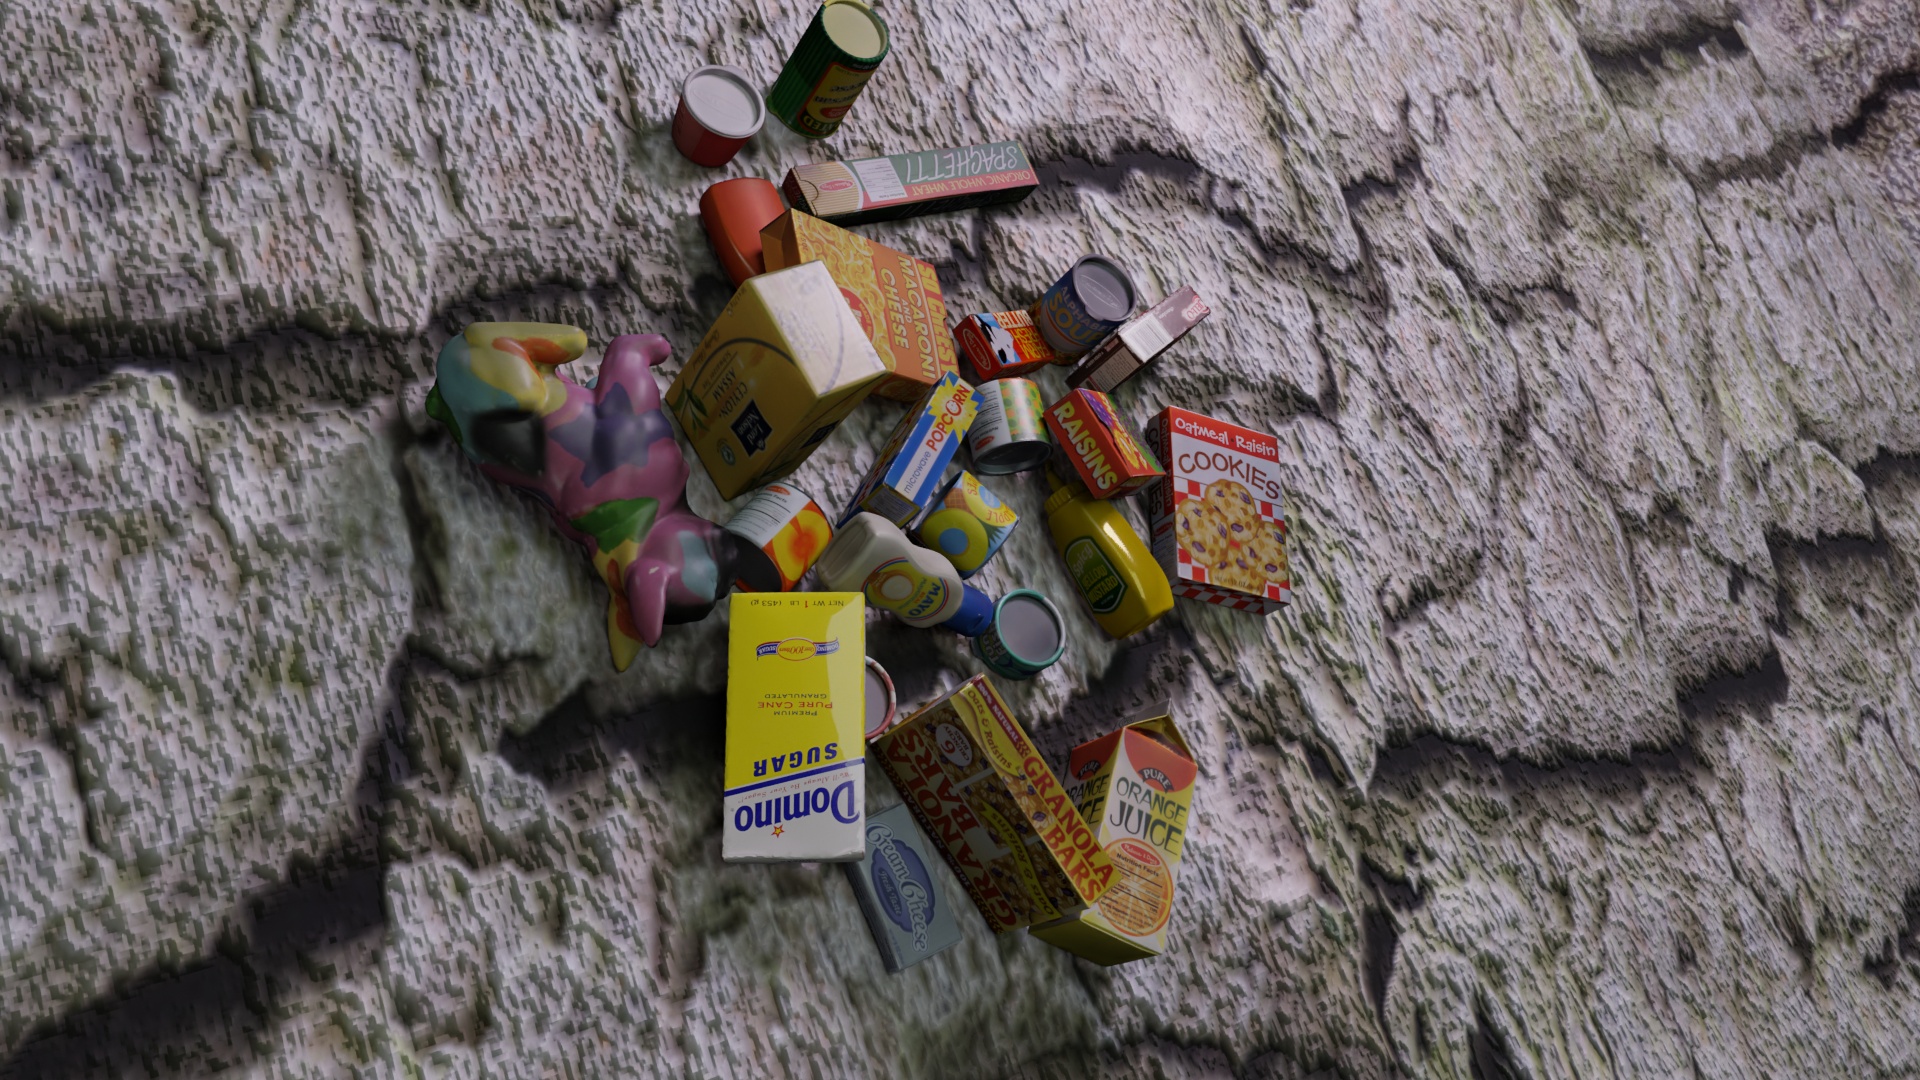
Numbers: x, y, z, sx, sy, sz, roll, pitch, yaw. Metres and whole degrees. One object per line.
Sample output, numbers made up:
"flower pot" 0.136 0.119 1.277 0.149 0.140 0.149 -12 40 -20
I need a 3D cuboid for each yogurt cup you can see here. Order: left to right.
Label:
"yogurt cup" -0.198 -0.338 1.116 0.072 0.053 0.072 13 62 -25

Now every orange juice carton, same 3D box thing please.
"orange juice carton" 0.119 0.209 1.033 0.073 0.071 0.193 29 56 -17

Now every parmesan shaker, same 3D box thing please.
"parmesan shaker" -0.112 -0.395 1.164 0.071 0.102 0.071 13 62 -26

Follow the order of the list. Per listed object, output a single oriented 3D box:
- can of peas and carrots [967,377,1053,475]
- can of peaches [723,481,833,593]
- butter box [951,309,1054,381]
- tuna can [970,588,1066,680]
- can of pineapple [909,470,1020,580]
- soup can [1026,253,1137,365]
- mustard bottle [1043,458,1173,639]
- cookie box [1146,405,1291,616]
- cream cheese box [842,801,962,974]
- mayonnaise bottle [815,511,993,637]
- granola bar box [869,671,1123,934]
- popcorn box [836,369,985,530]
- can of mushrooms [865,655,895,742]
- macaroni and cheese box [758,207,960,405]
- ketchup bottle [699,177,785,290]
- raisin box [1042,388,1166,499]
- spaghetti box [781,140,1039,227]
"can of peas and carrots" 0.039 -0.092 1.134 0.071 0.070 0.059 0 68 -31
"can of peaches" -0.132 0.003 0.987 0.071 0.071 0.058 45 53 -5
"butter box" 0.038 -0.165 1.170 0.053 0.024 0.104 59 30 6
"tuna can" 0.045 0.073 1.078 0.071 0.032 0.071 13 61 -26
"can of pineapple" 0.004 -0.013 1.073 0.058 0.070 0.071 41 53 -8
"soup can" 0.103 -0.198 1.210 0.071 0.083 0.071 13 62 -25
"mustard bottle" 0.109 0.002 1.135 0.049 0.065 0.160 -20 72 -43
"cookie box" 0.227 -0.027 1.231 0.123 0.040 0.168 14 62 -25
"cream cheese box" -0.044 0.237 0.952 0.053 0.024 0.104 -17 77 -36
"mayonnaise bottle" -0.035 0.032 1.015 0.148 0.064 0.041 29 17 -43
"granola bar box" 0.020 0.184 0.953 0.039 0.123 0.165 -32 86 -37
"popcorn box" -0.038 -0.060 1.060 0.038 0.085 0.127 36 55 -11
"can of mushrooms" -0.080 0.116 0.983 0.071 0.033 0.071 14 61 -26
"macaroni and cheese box" -0.074 -0.177 1.089 0.166 0.040 0.124 10 61 -49
"ketchup bottle" -0.152 -0.211 1.090 0.065 0.043 0.149 -14 76 -36
"raisin box" 0.121 -0.079 1.153 0.086 0.040 0.123 59 20 9
"spaghetti box" -0.038 -0.311 1.215 0.251 0.028 0.050 -18 78 -36
